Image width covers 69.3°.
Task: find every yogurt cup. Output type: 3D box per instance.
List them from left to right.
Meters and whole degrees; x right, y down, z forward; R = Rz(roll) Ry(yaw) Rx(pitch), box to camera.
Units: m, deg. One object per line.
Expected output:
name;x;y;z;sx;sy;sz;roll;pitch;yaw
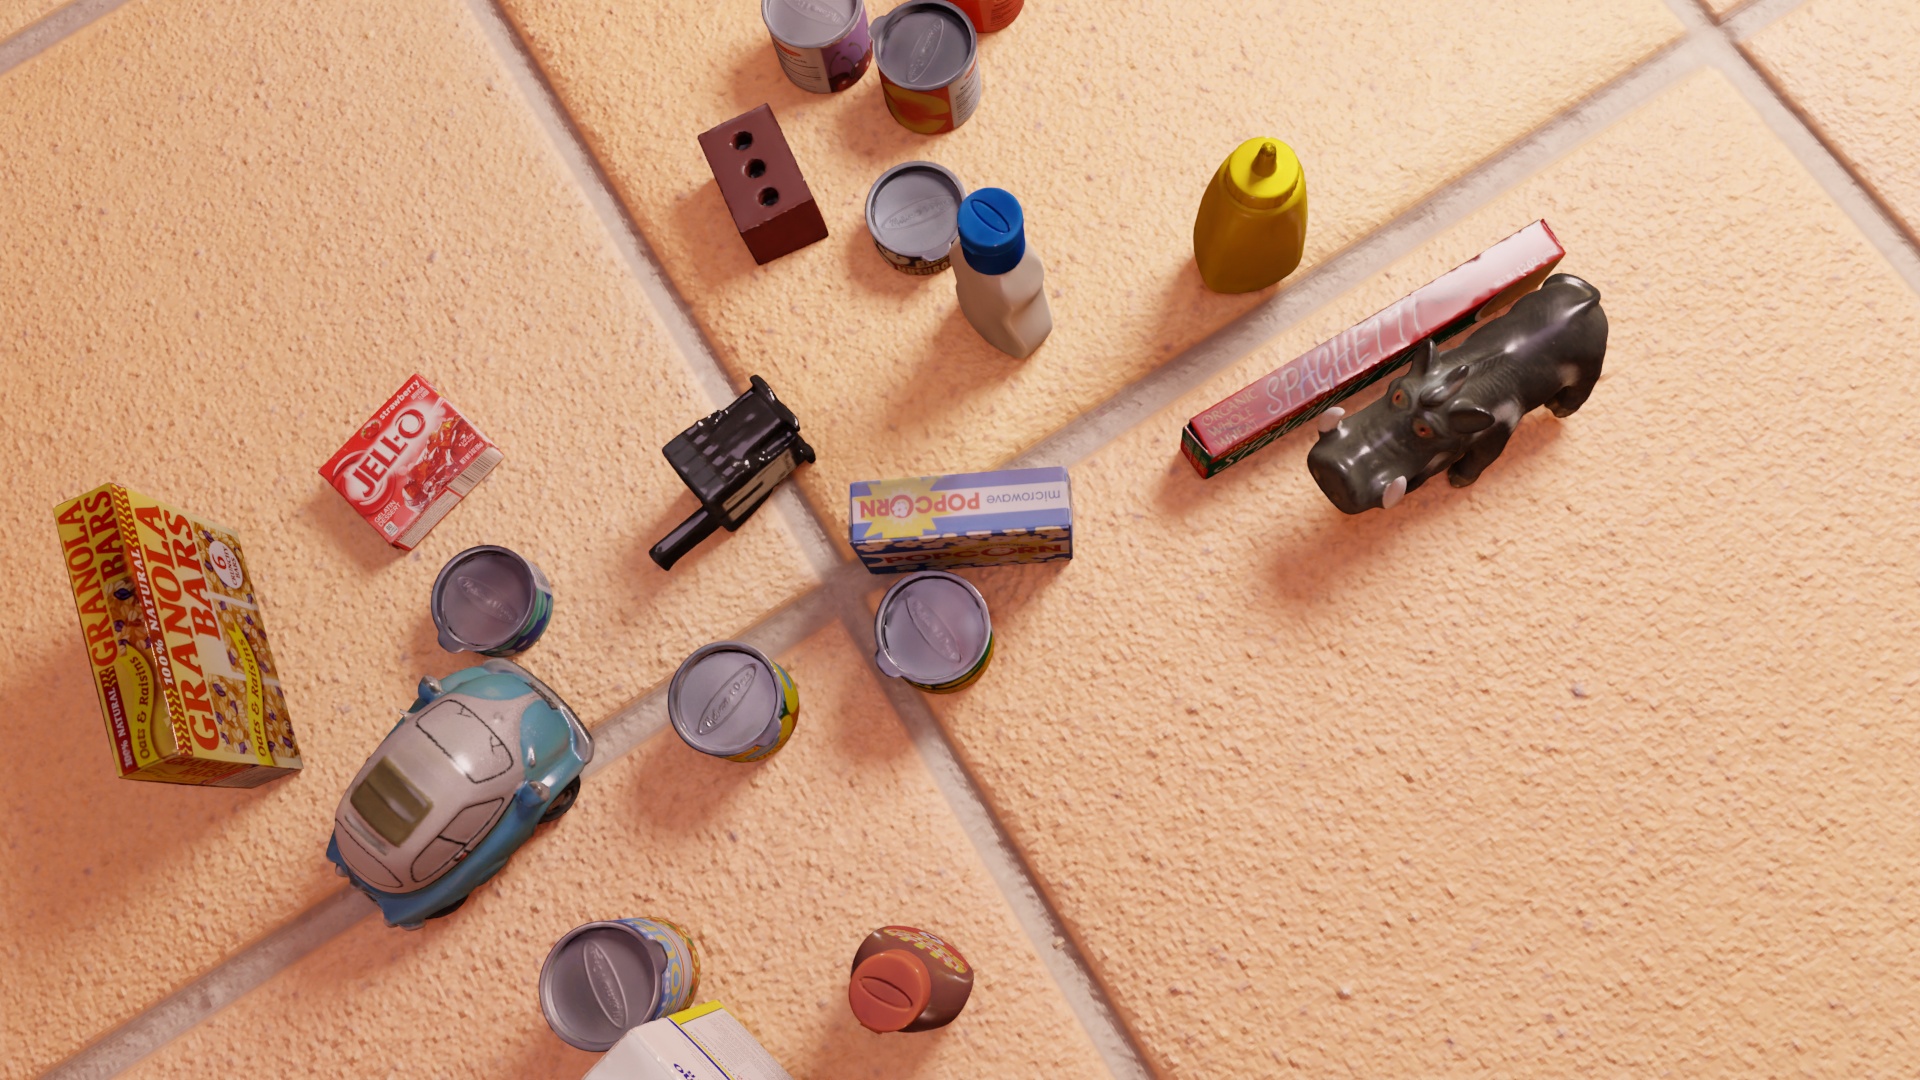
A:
yogurt cup;0.014;-0.374;0.918;0.072;0.054;0.072;-1;77;5

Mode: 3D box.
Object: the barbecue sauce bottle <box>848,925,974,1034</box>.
barbecue sauce bottle;-0.029;0.231;0.726;0.065;0.148;0.044;25;80;10

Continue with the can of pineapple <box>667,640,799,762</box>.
can of pineapple;-0.130;0.097;0.814;0.071;0.057;0.071;-1;77;5

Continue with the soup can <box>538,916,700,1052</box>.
soup can;-0.183;0.242;0.770;0.071;0.083;0.071;-1;77;5

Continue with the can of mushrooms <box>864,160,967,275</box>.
can of mushrooms;-0.026;-0.204;0.891;0.071;0.033;0.071;-1;76;5

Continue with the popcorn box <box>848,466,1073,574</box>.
popcorn box;0.003;-0.010;0.815;0.127;0.085;0.038;-4;77;4

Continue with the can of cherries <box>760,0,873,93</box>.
can of cherries;-0.091;-0.340;0.917;0.071;0.058;0.071;-1;77;5

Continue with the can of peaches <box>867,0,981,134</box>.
can of peaches;-0.022;-0.308;0.903;0.071;0.058;0.071;-1;77;5

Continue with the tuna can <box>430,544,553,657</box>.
tuna can;-0.289;0.040;0.854;0.071;0.032;0.071;-1;76;5

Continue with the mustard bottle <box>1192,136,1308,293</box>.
mustard bottle;0.172;-0.194;0.806;0.065;0.160;0.049;-11;76;2

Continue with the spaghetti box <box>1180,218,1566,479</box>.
spaghetti box;0.246;-0.114;0.837;0.250;0.050;0.029;-30;76;-3

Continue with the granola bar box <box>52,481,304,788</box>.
granola bar box;-0.457;0.061;0.816;0.039;0.124;0.166;-23;76;-1

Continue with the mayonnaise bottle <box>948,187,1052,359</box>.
mayonnaise bottle;0.023;-0.157;0.816;0.065;0.148;0.041;43;84;13

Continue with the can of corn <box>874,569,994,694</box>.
can of corn;-0.016;0.057;0.814;0.071;0.058;0.071;-1;77;5
